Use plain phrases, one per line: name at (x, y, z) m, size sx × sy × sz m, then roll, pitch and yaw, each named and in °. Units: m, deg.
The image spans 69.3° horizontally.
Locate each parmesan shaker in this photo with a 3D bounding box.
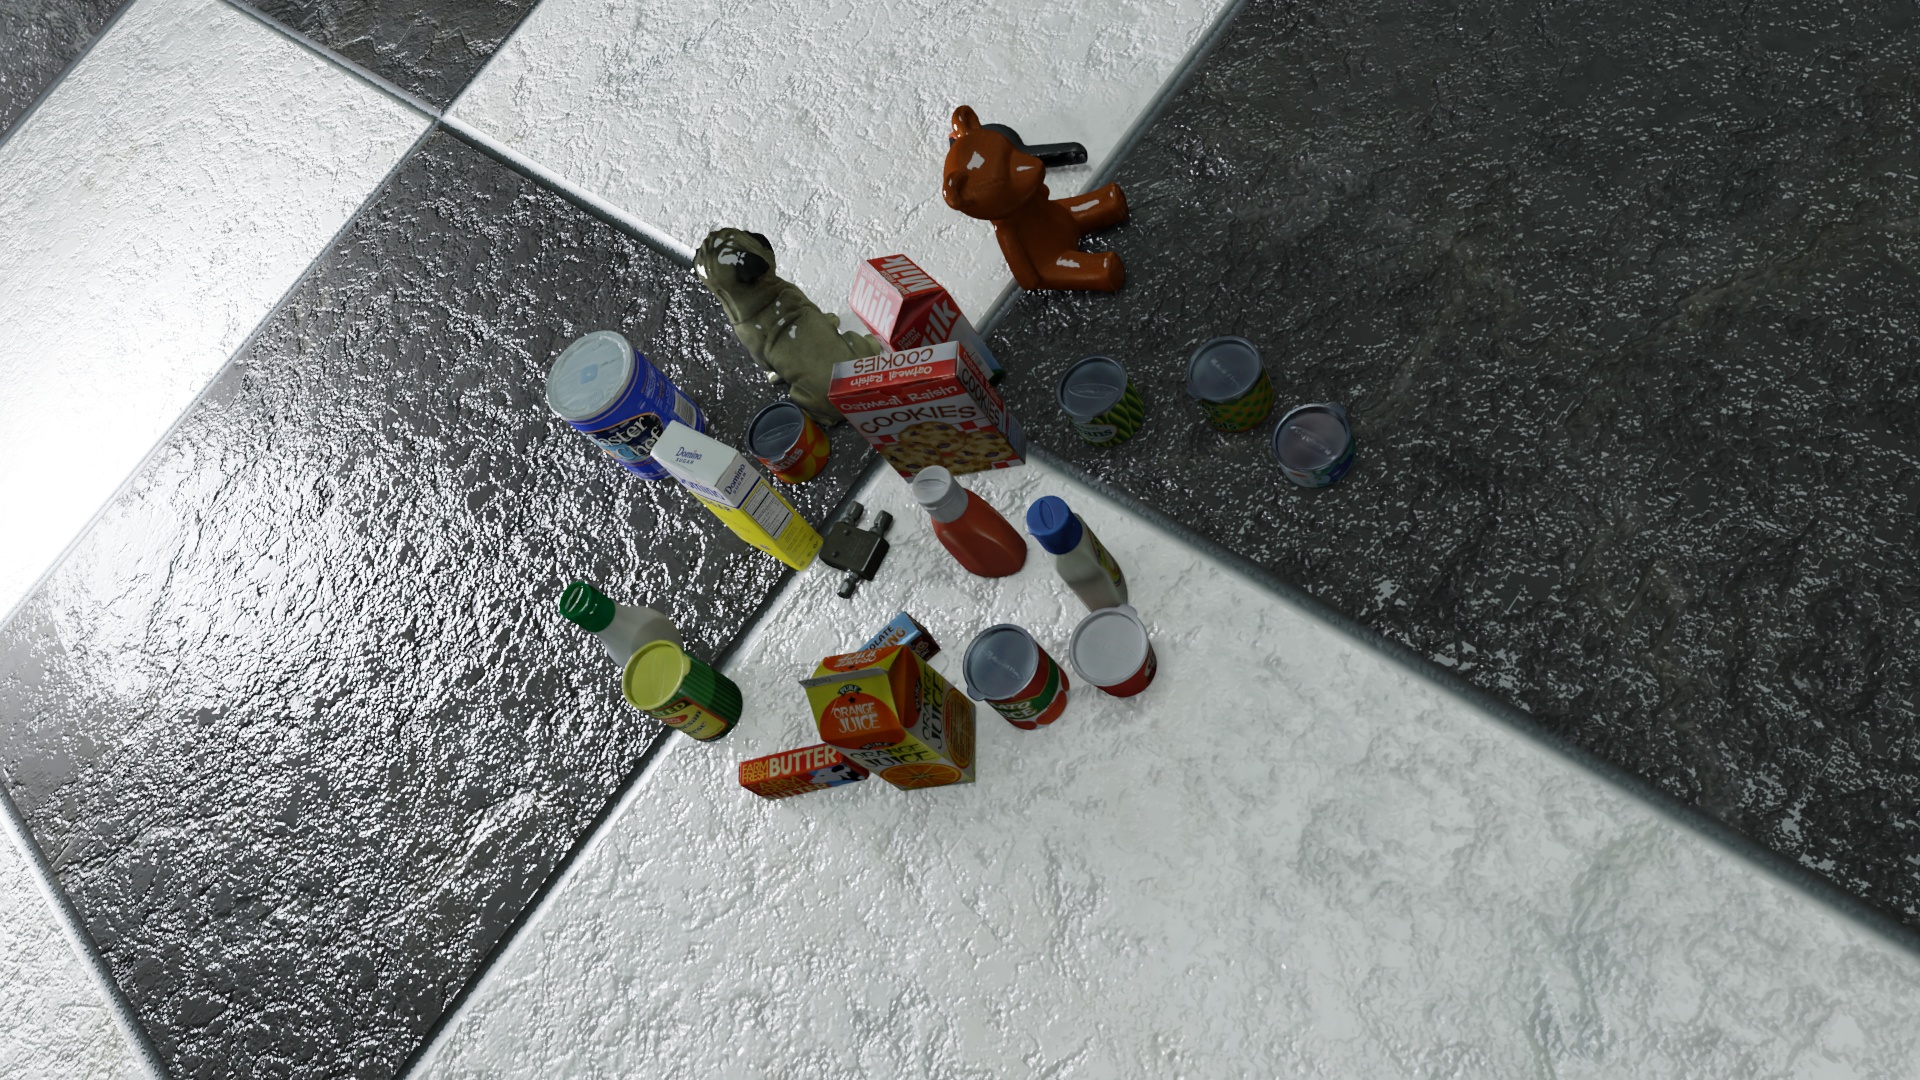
parmesan shaker at (-0.251, 0.140, 1.275) m, size 0.071 × 0.103 × 0.071 m, roll -11°, pitch 61°, yaw 20°

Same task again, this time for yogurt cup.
yogurt cup at (0.129, 0.096, 1.150) m, size 0.072 × 0.054 × 0.073 m, roll -11°, pitch 61°, yaw 20°

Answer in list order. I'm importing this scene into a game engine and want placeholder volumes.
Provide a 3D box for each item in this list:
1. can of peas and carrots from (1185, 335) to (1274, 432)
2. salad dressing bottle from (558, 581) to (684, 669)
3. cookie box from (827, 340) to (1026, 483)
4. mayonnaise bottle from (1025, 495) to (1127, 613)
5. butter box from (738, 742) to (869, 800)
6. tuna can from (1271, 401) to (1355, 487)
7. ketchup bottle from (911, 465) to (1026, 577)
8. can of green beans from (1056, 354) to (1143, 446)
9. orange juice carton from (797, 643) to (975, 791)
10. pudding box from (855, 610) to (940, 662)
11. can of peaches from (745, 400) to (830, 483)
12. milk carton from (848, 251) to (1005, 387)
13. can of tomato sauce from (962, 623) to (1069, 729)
can of peas and carrots at (0.235, -0.134, 1.217) m, size 0.071 × 0.058 × 0.071 m, roll -11°, pitch 61°, yaw 20°
salad dressing bottle at (-0.319, 0.083, 1.309) m, size 0.044 × 0.147 × 0.064 m, roll 18°, pitch 74°, yaw 31°
cookie box at (-0.027, -0.112, 1.262) m, size 0.123 × 0.167 × 0.040 m, roll -8°, pitch 62°, yaw 22°
mayonnaise bottle at (0.097, 0.011, 1.152) m, size 0.041 × 0.147 × 0.065 m, roll -23°, pitch 57°, yaw 13°
butter box at (-0.138, 0.202, 1.220) m, size 0.103 × 0.053 × 0.024 m, roll -15°, pitch 60°, yaw 18°
tuna can at (0.301, -0.082, 1.175) m, size 0.071 × 0.032 × 0.071 m, roll -11°, pitch 61°, yaw 20°
ketchup bottle at (0.004, -0.015, 1.208) m, size 0.064 × 0.148 × 0.044 m, roll 0°, pitch 65°, yaw 25°
can of green beans at (0.128, -0.126, 1.264) m, size 0.071 × 0.057 × 0.071 m, roll -11°, pitch 61°, yaw 20°
orange juice carton at (-0.056, 0.141, 1.129) m, size 0.072 × 0.192 × 0.073 m, roll -11°, pitch 61°, yaw 20°
pudding box at (-0.064, 0.106, 1.238) m, size 0.084 × 0.049 × 0.030 m, roll -41°, pitch 55°, yaw 1°
can of peaches at (-0.172, -0.096, 1.388) m, size 0.071 × 0.058 × 0.071 m, roll -11°, pitch 61°, yaw 20°
milk carton at (-0.037, -0.197, 1.297) m, size 0.073 × 0.190 × 0.072 m, roll -44°, pitch 55°, yaw -1°
can of tomato sauce at (0.047, 0.117, 1.160) m, size 0.071 × 0.083 × 0.071 m, roll -11°, pitch 61°, yaw 20°
